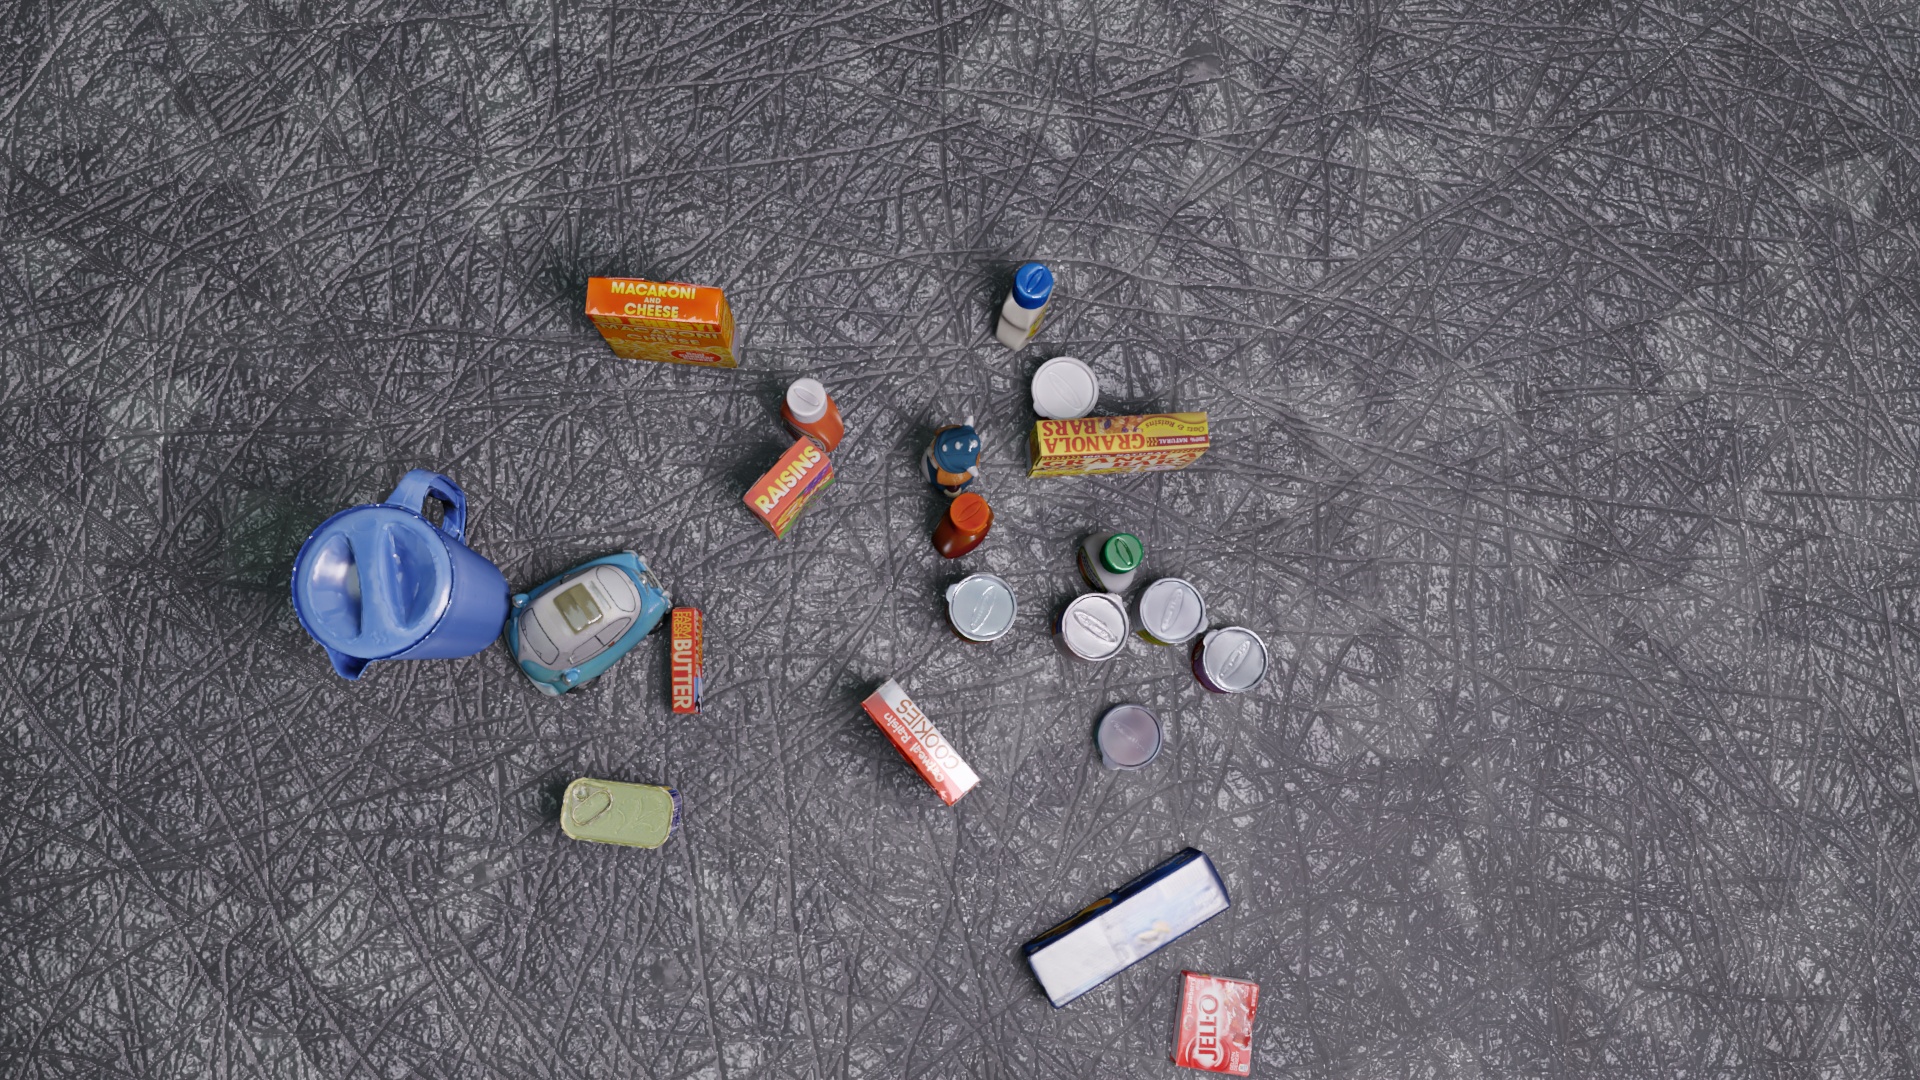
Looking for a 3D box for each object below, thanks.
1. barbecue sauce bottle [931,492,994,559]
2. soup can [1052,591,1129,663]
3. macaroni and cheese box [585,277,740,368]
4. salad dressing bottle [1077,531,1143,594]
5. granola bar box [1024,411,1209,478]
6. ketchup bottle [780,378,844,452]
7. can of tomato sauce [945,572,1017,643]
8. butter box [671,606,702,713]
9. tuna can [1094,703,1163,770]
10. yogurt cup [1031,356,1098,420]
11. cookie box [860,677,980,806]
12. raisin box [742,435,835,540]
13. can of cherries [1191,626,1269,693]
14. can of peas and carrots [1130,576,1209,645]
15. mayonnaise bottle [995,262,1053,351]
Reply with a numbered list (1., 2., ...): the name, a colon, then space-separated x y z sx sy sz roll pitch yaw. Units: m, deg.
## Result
1. barbecue sauce bottle: 0.005 -0.017 1.352 0.065 0.148 0.043 -38 86 -7
2. soup can: 0.130 0.086 1.378 0.071 0.083 0.071 0 83 -3
3. macaroni and cheese box: -0.286 -0.211 1.353 0.124 0.166 0.040 4 83 -3
4. salad dressing bottle: 0.148 0.019 1.356 0.044 0.147 0.064 -26 85 -6
5. granola bar box: 0.153 -0.093 1.384 0.166 0.124 0.039 -4 83 -4
6. ketchup bottle: -0.147 -0.125 1.358 0.065 0.148 0.043 32 82 1
7. can of tomato sauce: 0.017 0.068 1.374 0.071 0.083 0.071 0 83 -3
8. butter box: -0.268 0.119 1.365 0.024 0.053 0.103 -1 82 -3
9. tuna can: 0.166 0.198 1.391 0.071 0.033 0.071 0 82 -3
10. yogurt cup: 0.104 -0.150 1.424 0.072 0.054 0.072 0 82 -3
11. cookie box: -0.041 0.189 1.312 0.040 0.167 0.123 -41 87 -7
12. raisin box: -0.166 -0.050 1.359 0.040 0.123 0.086 43 82 3
13. can of cherries: 0.268 0.119 1.395 0.071 0.058 0.071 0 82 -3
14. can of peas and carrots: 0.210 0.073 1.398 0.071 0.058 0.071 0 82 -3
15. mayonnaise bottle: 0.066 -0.236 1.386 0.041 0.148 0.065 33 82 1
